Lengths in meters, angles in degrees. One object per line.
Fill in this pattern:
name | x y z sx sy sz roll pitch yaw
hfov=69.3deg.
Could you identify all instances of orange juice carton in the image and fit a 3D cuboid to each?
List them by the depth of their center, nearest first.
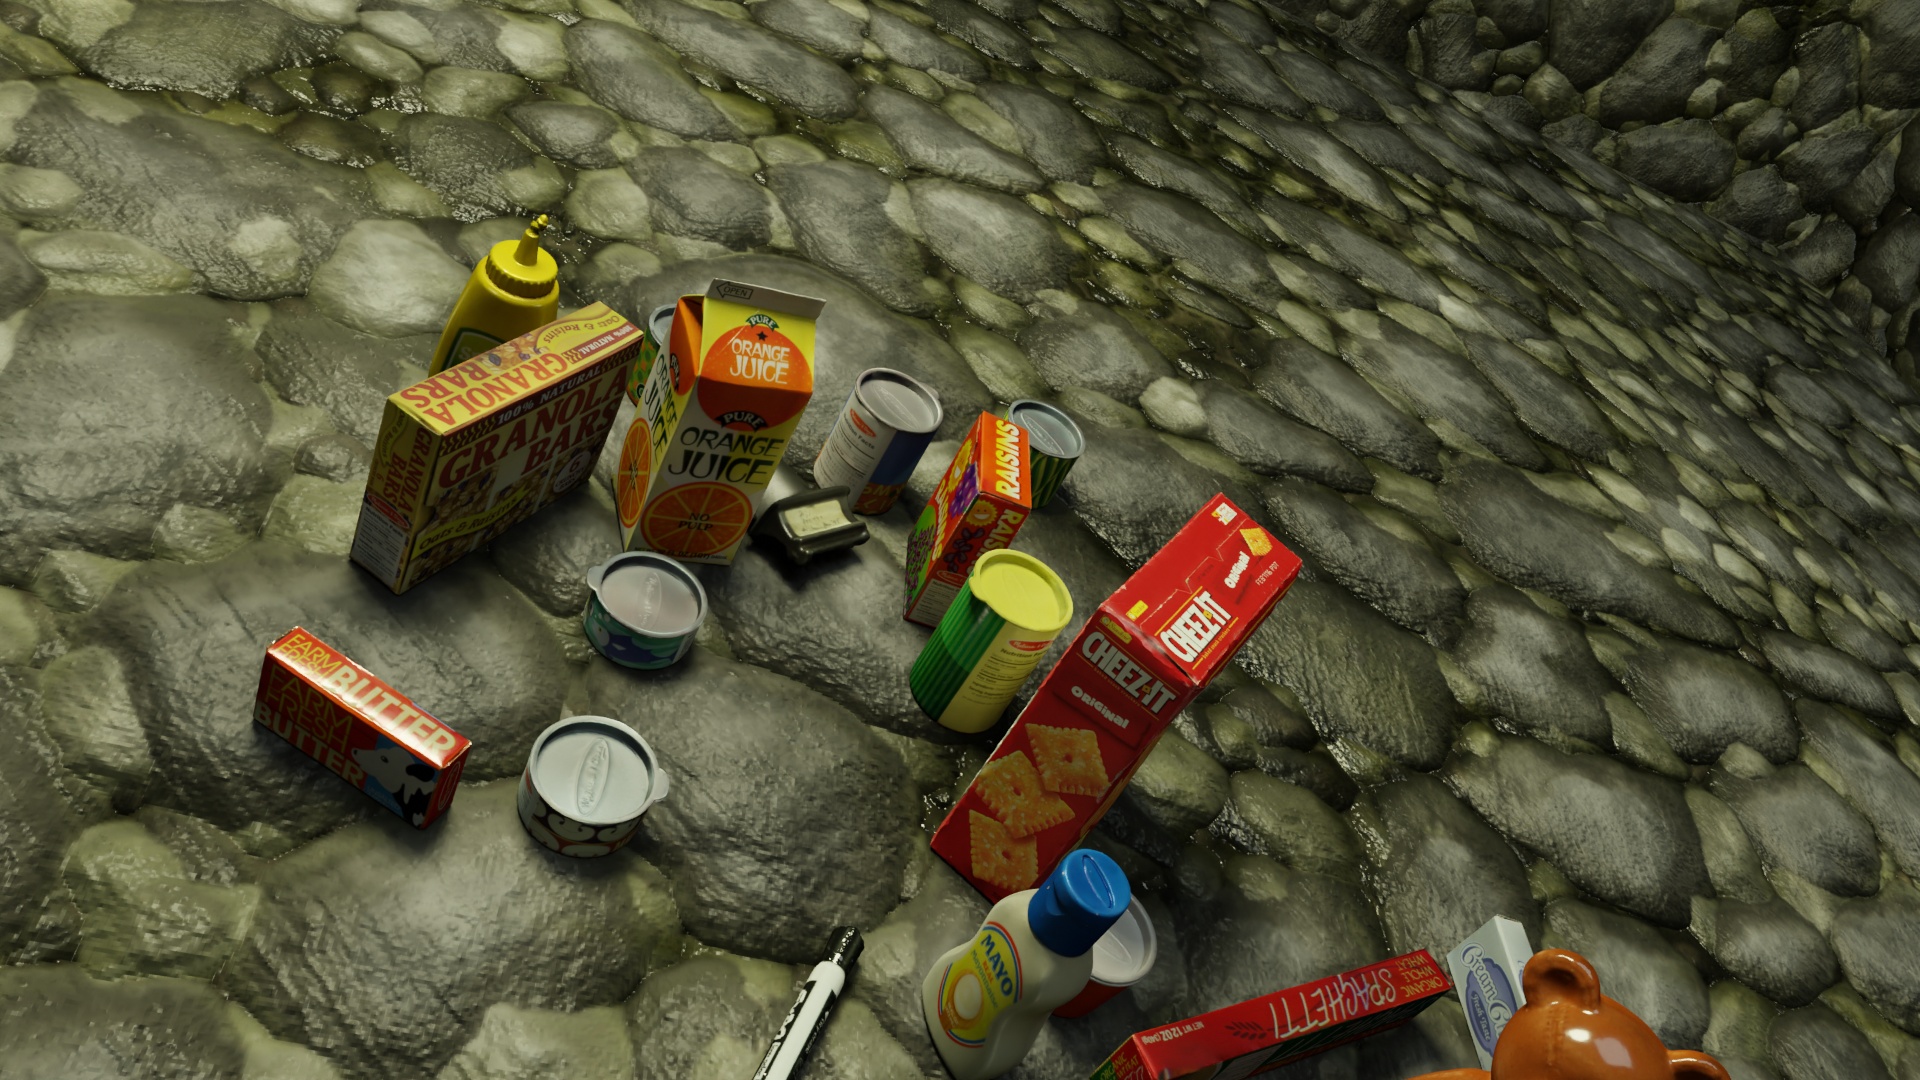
orange juice carton | -0.147 -0.077 0.837 0.072 0.191 0.073 7 44 -30

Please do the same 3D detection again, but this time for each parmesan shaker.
parmesan shaker | 0.015 0.064 0.866 0.071 0.102 0.072 19 39 -16

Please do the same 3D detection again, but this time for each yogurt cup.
yogurt cup | 0.066 0.224 0.760 0.072 0.053 0.073 19 39 -16

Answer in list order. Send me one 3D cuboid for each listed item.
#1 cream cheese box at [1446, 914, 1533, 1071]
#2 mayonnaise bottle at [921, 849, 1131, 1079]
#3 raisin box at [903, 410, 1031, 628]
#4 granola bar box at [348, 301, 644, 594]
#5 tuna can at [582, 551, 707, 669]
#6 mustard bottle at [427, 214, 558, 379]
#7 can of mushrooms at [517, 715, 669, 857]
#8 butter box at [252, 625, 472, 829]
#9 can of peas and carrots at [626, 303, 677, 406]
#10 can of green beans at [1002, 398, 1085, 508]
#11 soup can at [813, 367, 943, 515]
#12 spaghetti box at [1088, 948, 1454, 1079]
cream cheese box | 0.344 0.295 0.875 0.024 0.053 0.104 19 39 -17
mayonnaise bottle | 0.031 0.205 0.679 0.041 0.147 0.065 1 46 -34
raisin box | 0.003 -0.012 0.926 0.040 0.122 0.086 21 38 -15
granola bar box | -0.260 -0.056 0.790 0.039 0.123 0.166 37 37 7
tuna can | -0.186 0.040 0.809 0.071 0.032 0.071 19 39 -16
mustard bottle | -0.275 -0.130 0.834 0.065 0.159 0.049 22 38 -13
can of mushrooms | -0.188 0.126 0.710 0.071 0.033 0.071 19 39 -16
butter box | -0.288 0.090 0.665 0.103 0.052 0.024 33 37 2
can of peas and carrots | -0.193 -0.120 0.965 0.071 0.058 0.071 19 39 -16
can of green beans | 0.054 -0.067 1.079 0.071 0.057 0.071 19 39 -16
soup can | -0.057 -0.070 0.982 0.071 0.083 0.072 19 39 -16
spaghetti box | 0.183 0.276 0.786 0.251 0.050 0.029 -1 48 -36
